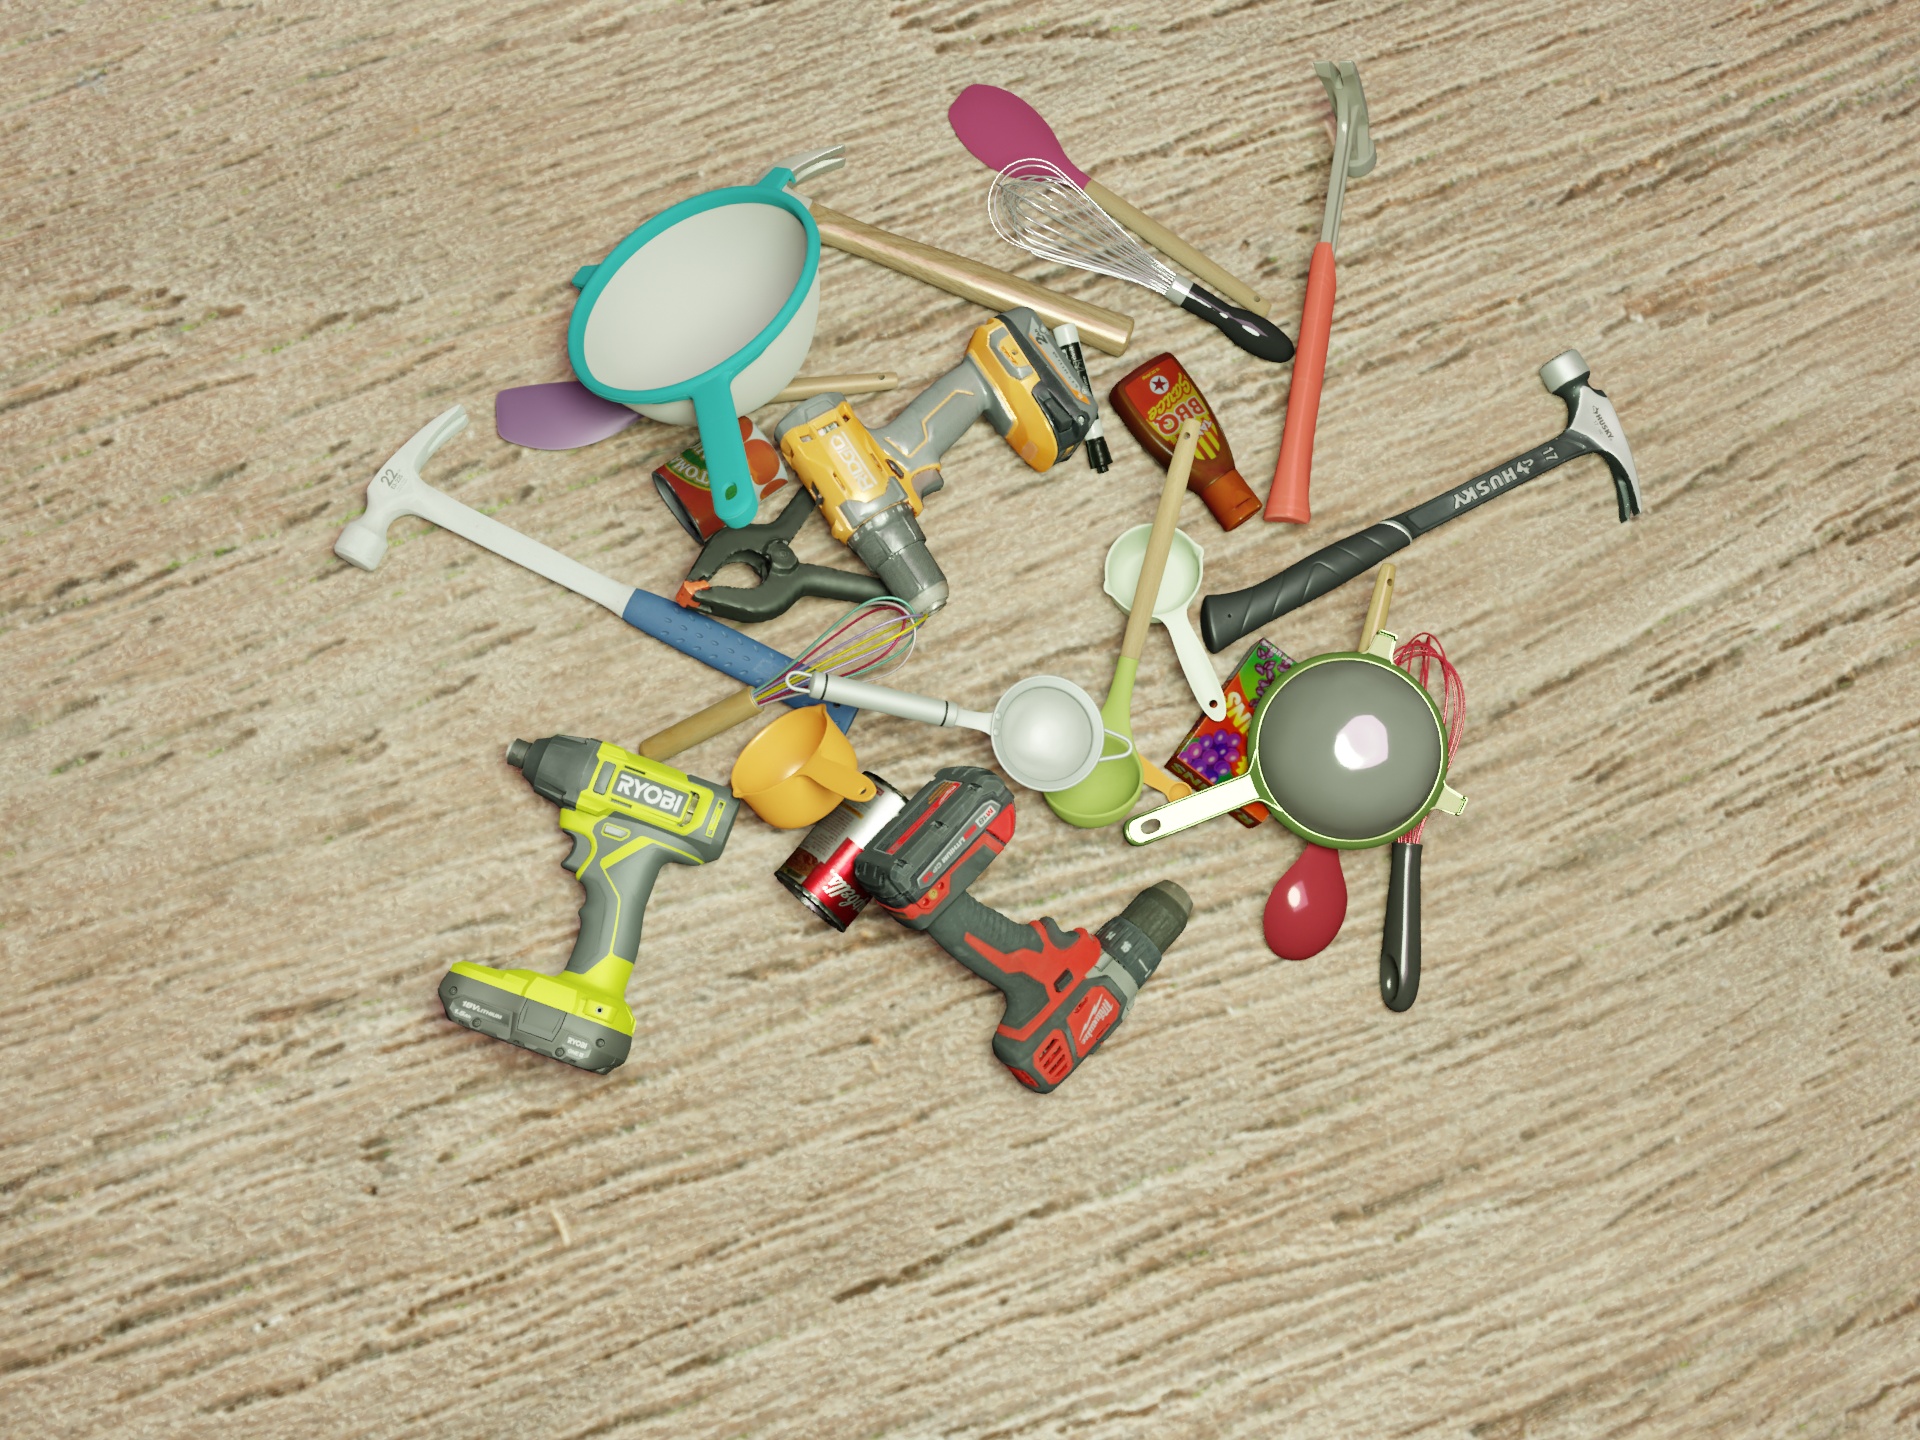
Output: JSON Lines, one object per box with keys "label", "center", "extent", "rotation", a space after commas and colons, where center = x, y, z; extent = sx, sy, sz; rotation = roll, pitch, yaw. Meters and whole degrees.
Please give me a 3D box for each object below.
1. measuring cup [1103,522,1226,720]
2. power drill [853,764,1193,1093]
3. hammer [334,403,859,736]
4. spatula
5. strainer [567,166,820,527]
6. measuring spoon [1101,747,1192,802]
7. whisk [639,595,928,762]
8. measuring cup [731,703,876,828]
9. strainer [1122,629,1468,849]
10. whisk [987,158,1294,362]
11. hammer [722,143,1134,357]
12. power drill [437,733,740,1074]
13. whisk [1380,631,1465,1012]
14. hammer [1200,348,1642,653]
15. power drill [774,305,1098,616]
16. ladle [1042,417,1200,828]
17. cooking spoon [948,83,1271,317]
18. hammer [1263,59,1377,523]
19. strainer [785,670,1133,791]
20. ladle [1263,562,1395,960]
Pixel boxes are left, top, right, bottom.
{"label": "measuring cup", "center": [0.169, -0.073, 1.243], "extent": [0.083, 0.038, 0.168], "rotation": [-23, 78, 2]}
{"label": "power drill", "center": [0.054, 0.134, 1.151], "extent": [0.188, 0.080, 0.226], "rotation": [-45, 108, -16]}
{"label": "hammer", "center": [-0.259, -0.099, 1.211], "extent": [0.405, 0.035, 0.144], "rotation": [26, 77, 0]}
{"label": "spatula", "center": [-0.206, -0.252, 1.257], "extent": [0.316, 0.018, 0.060], "rotation": [-7, 72, -7]}
{"label": "strainer", "center": [-0.170, -0.248, 1.172], "extent": [0.211, 0.095, 0.341], "rotation": [-23, 54, 10]}
{"label": "measuring spoon", "center": [0.130, 0.030, 1.241], "extent": [0.117, 0.011, 0.021], "rotation": [33, 92, 5]}
{"label": "whisk", "center": [-0.132, -0.025, 1.163], "extent": [0.245, 0.051, 0.047], "rotation": [-26, 40, 14]}
{"label": "measuring cup", "center": [-0.095, 0.047, 1.136], "extent": [0.095, 0.174, 0.052], "rotation": [-47, 123, -16]}
{"label": "strainer", "center": [0.242, 0.038, 1.172], "extent": [0.256, 0.069, 0.151], "rotation": [-21, 82, -1]}
{"label": "whisk", "center": [0.152, -0.371, 1.305], "extent": [0.284, 0.070, 0.070], "rotation": [28, 77, -5]}
{"label": "hammer", "center": [-0.016, -0.371, 1.297], "extent": [0.331, 0.031, 0.130], "rotation": [19, 77, -2]}
{"label": "power drill", "center": [-0.276, 0.126, 1.144], "extent": [0.171, 0.080, 0.223], "rotation": [20, 73, -3]}
{"label": "whisk", "center": [0.347, 0.076, 1.231], "extent": [0.073, 0.073, 0.296], "rotation": [6, 83, -5]}
{"label": "hammer", "center": [0.372, -0.156, 1.294], "extent": [0.409, 0.036, 0.149], "rotation": [-27, 83, -10]}
{"label": "power drill", "center": [-0.004, -0.198, 1.226], "extent": [0.226, 0.084, 0.185], "rotation": [-31, 84, -18]}
{"label": "ladle", "center": [0.132, -0.074, 1.201], "extent": [0.078, 0.062, 0.320], "rotation": [16, 92, 18]}
{"label": "cooking spoon", "center": [0.127, -0.433, 1.332], "extent": [0.319, 0.017, 0.069], "rotation": [36, 78, 2]}
{"label": "hammer", "center": [0.287, -0.336, 1.283], "extent": [0.037, 0.149, 0.359], "rotation": [7, 83, 24]}
{"label": "strainer", "center": [-0.002, -0.004, 1.152], "extent": [0.258, 0.050, 0.087], "rotation": [13, 78, -16]}
{"label": "ladle", "center": [0.294, 0.031, 1.221], "extent": [0.069, 0.031, 0.315], "rotation": [16, 85, -20]}
